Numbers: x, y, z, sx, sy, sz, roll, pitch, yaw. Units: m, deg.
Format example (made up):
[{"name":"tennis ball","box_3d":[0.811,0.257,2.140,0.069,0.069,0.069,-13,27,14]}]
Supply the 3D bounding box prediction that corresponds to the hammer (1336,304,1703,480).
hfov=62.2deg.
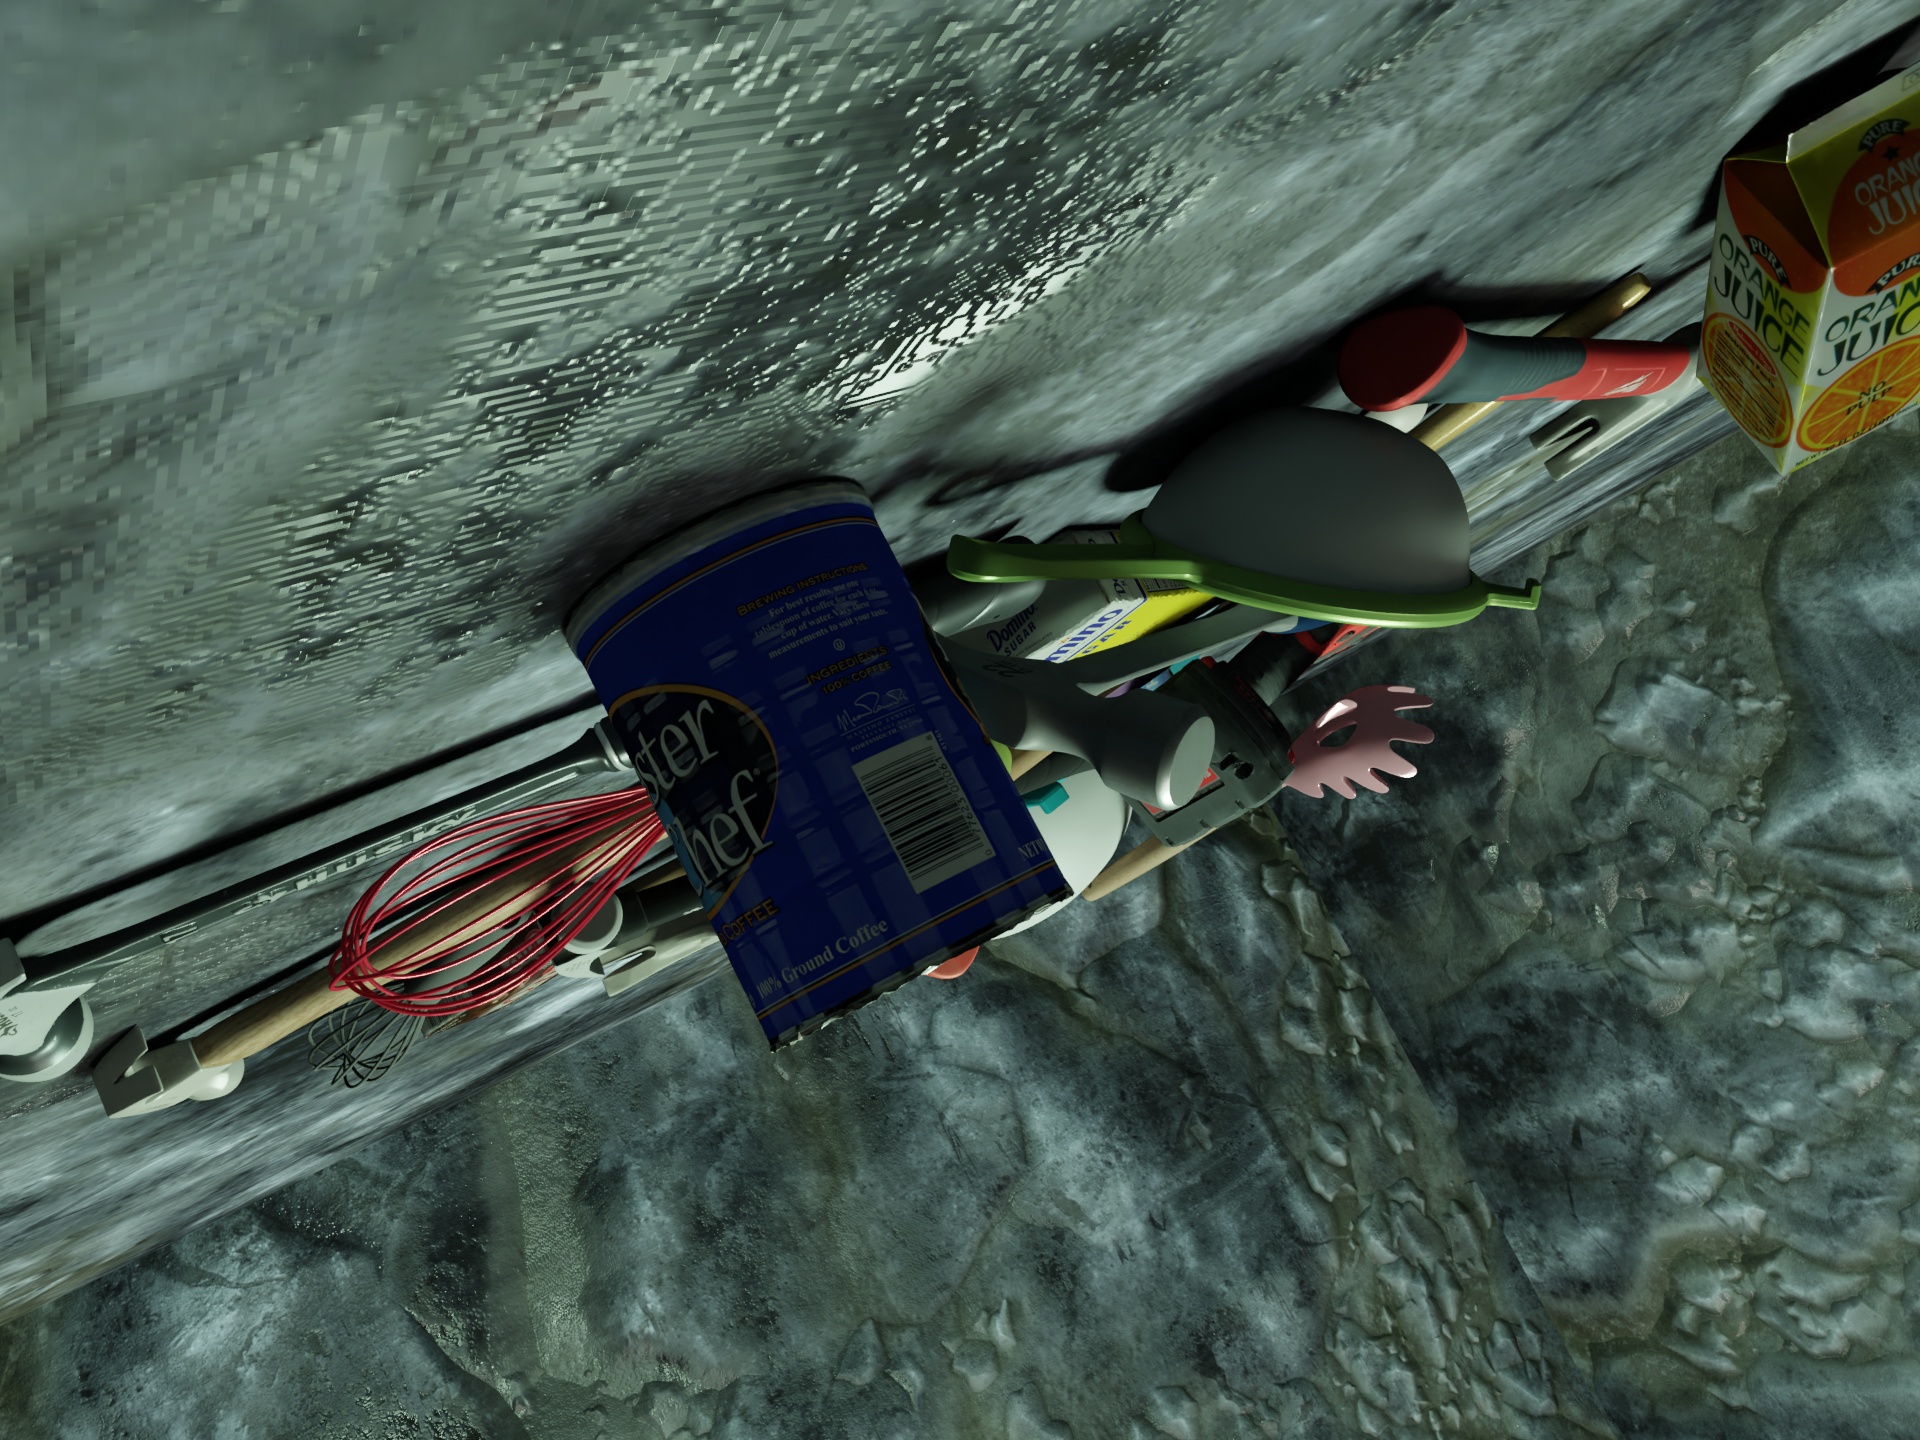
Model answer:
[{"name":"hammer","box_3d":[0.268,-0.156,0.751,0.386,0.038,0.143,-14,163,-48]}]

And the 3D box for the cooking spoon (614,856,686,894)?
[{"name":"cooking spoon","box_3d":[-0.175,0.093,1.017,0.319,0.017,0.068,-28,132,29]}]

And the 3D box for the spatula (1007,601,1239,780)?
[{"name":"spatula","box_3d":[0.030,0.019,0.815,0.316,0.018,0.060,-35,178,-10]}]

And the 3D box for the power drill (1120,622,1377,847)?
[{"name":"power drill","box_3d":[0.180,-0.036,0.876,0.220,0.078,0.143,-42,180,-30]}]

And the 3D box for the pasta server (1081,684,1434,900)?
[{"name":"pasta server","box_3d":[0.164,0.056,0.963,0.040,0.060,0.316,20,148,-19]}]

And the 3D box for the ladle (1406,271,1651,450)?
[{"name":"ladle","box_3d":[0.247,-0.149,0.890,0.069,0.031,0.315,-26,172,-45]}]

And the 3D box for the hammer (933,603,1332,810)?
[{"name":"hammer","box_3d":[0.119,-0.046,0.665,0.144,0.035,0.405,20,-157,31]}]

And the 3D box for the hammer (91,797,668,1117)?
[{"name":"hammer","box_3d":[-0.266,0.107,0.773,0.331,0.031,0.130,-28,174,1]}]

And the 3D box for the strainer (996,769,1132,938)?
[{"name":"strainer","box_3d":[0.065,0.059,1.124,0.211,0.095,0.340,-33,-174,31]}]

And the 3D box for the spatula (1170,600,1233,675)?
[{"name":"spatula","box_3d":[0.221,-0.083,1.192,0.082,0.044,0.317,-19,168,-33]}]

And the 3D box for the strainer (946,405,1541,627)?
[{"name":"strainer","box_3d":[0.102,-0.087,0.614,0.256,0.069,0.152,-5,-156,-38]}]

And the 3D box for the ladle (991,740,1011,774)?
[{"name":"ladle","box_3d":[-0.001,-0.003,0.807,0.078,0.062,0.320,-7,-168,9]}]

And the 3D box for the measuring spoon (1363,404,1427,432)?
[{"name":"measuring spoon","box_3d":[0.218,-0.146,0.825,0.034,0.018,0.124,-28,174,0]}]

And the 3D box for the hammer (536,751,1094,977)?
[{"name":"hammer","box_3d":[-0.063,0.063,0.858,0.334,0.035,0.146,-20,171,-22]}]

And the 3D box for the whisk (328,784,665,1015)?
[{"name":"whisk","box_3d":[-0.134,0.039,0.692,0.296,0.073,0.073,-31,175,-27]}]

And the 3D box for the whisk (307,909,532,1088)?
[{"name":"whisk","box_3d":[-0.302,0.147,0.888,0.239,0.055,0.055,-39,168,35]}]

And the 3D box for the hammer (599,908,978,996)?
[{"name":"hammer","box_3d":[-0.094,0.119,0.883,0.149,0.036,0.359,-24,-174,-25]}]

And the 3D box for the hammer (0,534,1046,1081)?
[{"name":"hammer","box_3d":[-0.139,0.013,0.560,0.409,0.036,0.149,-25,172,-26]}]
